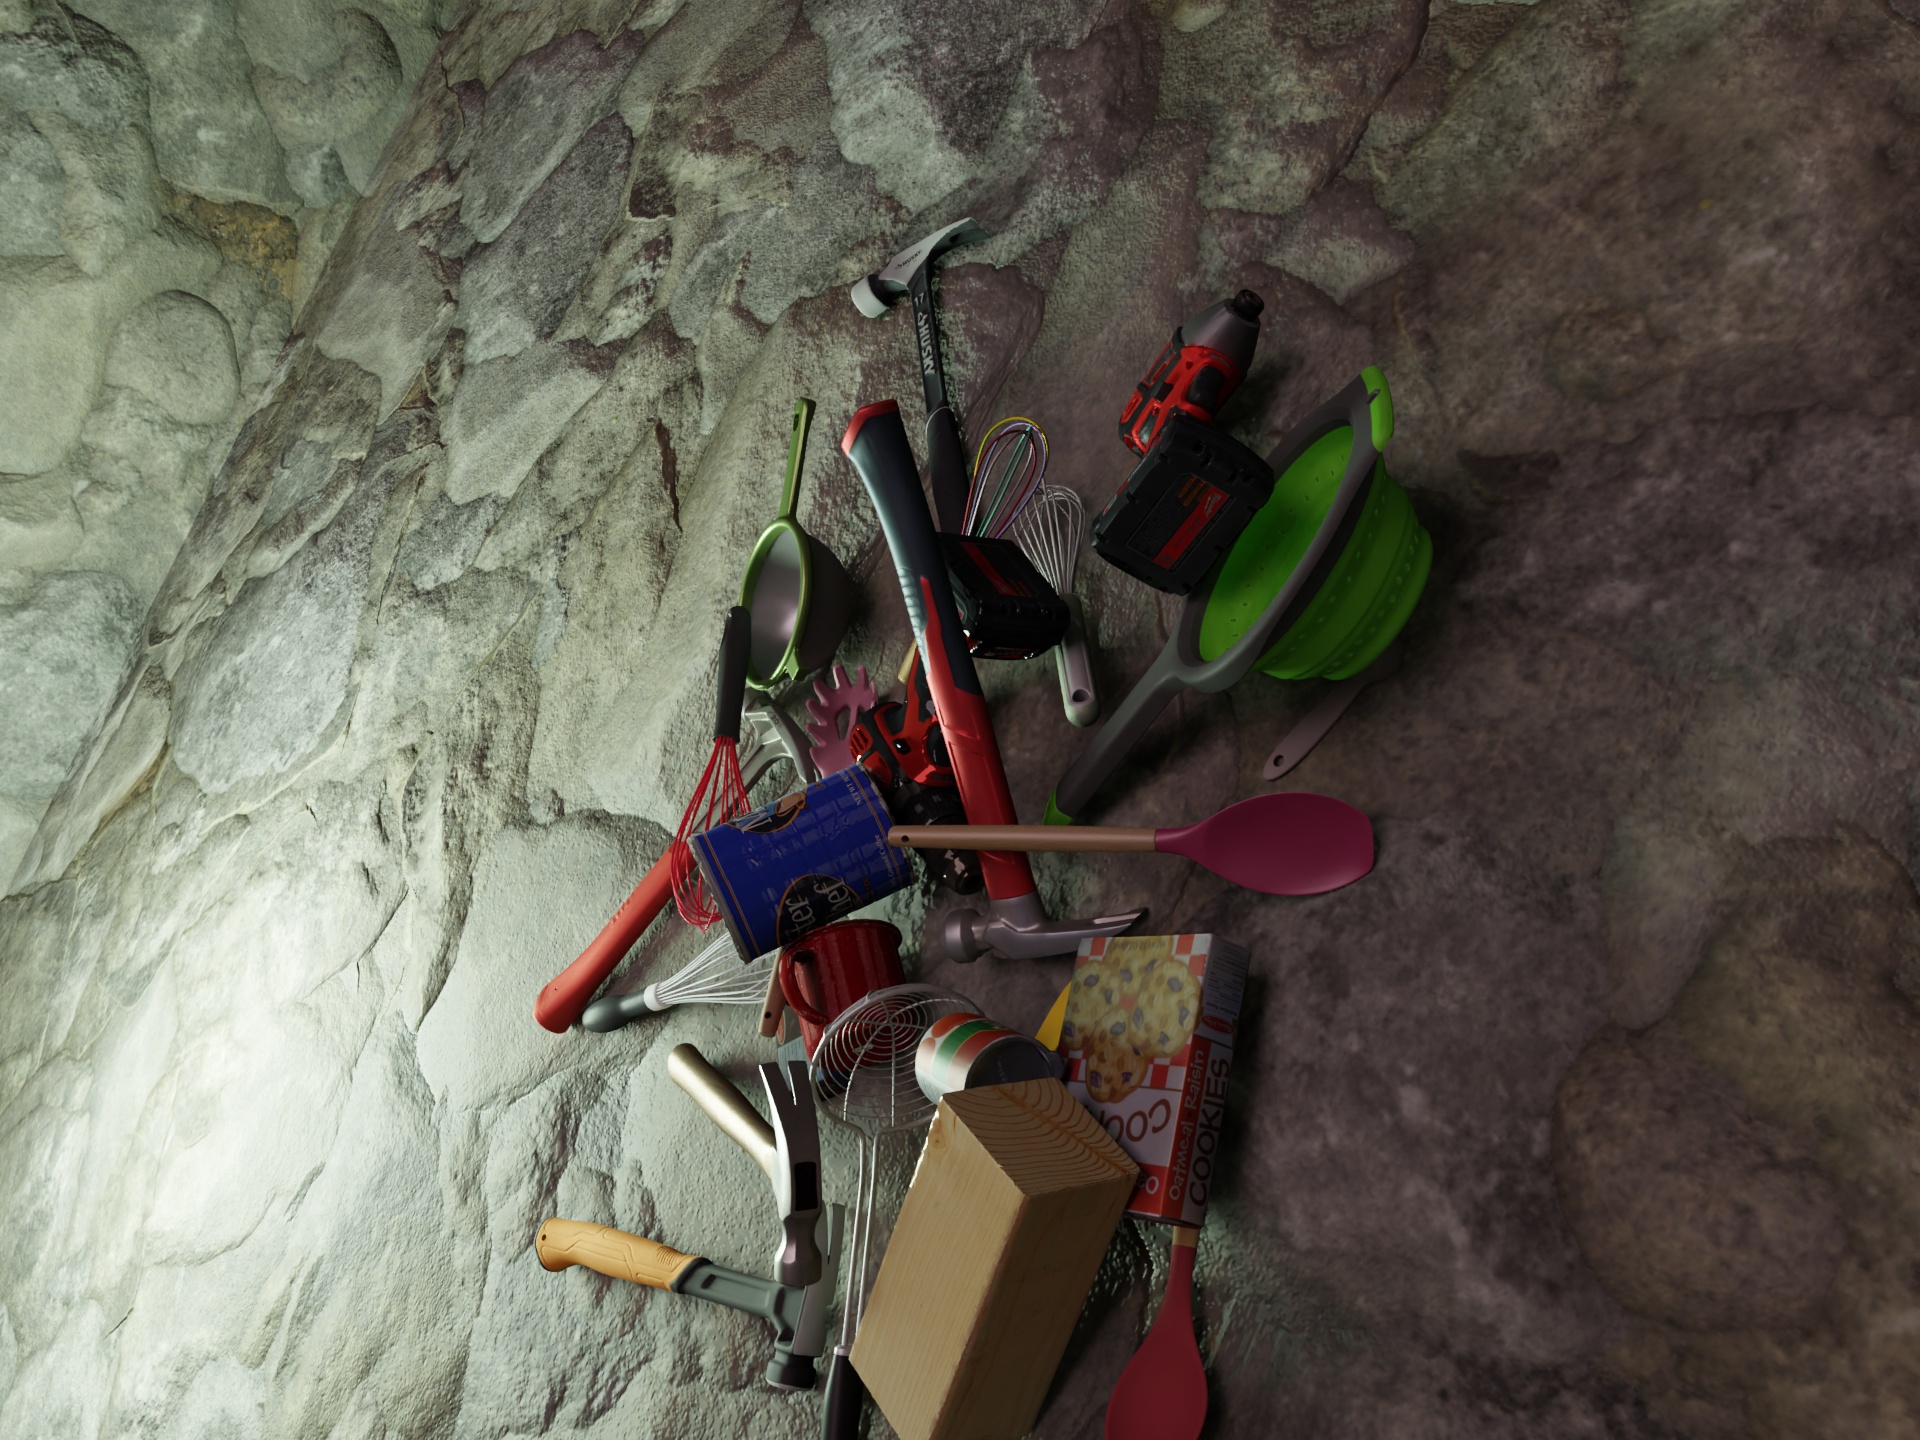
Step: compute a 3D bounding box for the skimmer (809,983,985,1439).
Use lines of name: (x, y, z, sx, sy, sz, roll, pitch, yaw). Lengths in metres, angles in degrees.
skimmer: (-0.054, 0.357, 1.050, 0.090, 0.127, 0.363, -18, 63, 61)

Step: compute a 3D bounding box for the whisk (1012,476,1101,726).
whisk: (0.076, -0.092, 1.176, 0.058, 0.059, 0.247, -10, 49, 4)

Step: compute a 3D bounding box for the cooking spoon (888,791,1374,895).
cooking spoon: (0.101, 0.076, 1.019, 0.319, 0.017, 0.068, -1, 108, 21)

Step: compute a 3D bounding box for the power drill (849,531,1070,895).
power drill: (-0.002, -0.004, 1.164, 0.188, 0.080, 0.226, 56, 133, 44)

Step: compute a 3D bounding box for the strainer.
strainer: (-0.130, -0.149, 1.383, 0.151, 0.069, 0.256, 1, 82, 61)

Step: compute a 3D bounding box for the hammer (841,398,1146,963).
hammer: (0.009, -0.027, 1.063, 0.143, 0.038, 0.386, -12, 98, 28)

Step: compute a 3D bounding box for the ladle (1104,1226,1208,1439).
ladle: (0.136, 0.288, 0.954, 0.069, 0.031, 0.316, -11, 60, 44)

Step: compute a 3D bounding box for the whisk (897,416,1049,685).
whisk: (0.003, -0.130, 1.245, 0.051, 0.047, 0.245, -102, 34, -56)

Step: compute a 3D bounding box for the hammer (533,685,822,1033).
hammer: (-0.254, 0.142, 1.396, 0.359, 0.036, 0.149, -50, 43, 11)

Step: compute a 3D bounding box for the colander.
colander: (0.186, -0.037, 1.038, 0.397, 0.094, 0.205, -54, 12, 34)

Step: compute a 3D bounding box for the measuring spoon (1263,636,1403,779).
measuring spoon: (0.235, -0.010, 1.023, 0.124, 0.018, 0.034, -50, 44, 13)

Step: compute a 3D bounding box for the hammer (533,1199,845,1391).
hammer: (-0.220, 0.413, 1.221, 0.337, 0.034, 0.127, -5, 66, 42)

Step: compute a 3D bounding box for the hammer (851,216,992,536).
hammer: (-0.016, -0.277, 1.393, 0.149, 0.036, 0.409, -29, 52, 29)

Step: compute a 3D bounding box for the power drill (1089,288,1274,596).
power drill: (0.159, -0.200, 1.092, 0.143, 0.078, 0.220, -52, 15, 39)

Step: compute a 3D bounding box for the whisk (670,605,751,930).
whisk: (-0.197, 0.034, 1.328, 0.073, 0.073, 0.296, -20, 57, 36)

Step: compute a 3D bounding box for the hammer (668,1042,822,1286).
hammer: (-0.161, 0.285, 1.151, 0.331, 0.031, 0.130, -173, 84, -66)

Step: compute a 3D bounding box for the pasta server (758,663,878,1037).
pasta server: (-0.117, 0.097, 1.255, 0.060, 0.040, 0.316, 1, 58, 18)

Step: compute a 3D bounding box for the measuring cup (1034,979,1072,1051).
measuring cup: (0.054, 0.241, 1.065, 0.062, 0.029, 0.156, 14, 67, 49)

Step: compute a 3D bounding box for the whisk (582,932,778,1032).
whisk: (-0.231, 0.223, 1.319, 0.284, 0.070, 0.070, -25, 53, 39)
